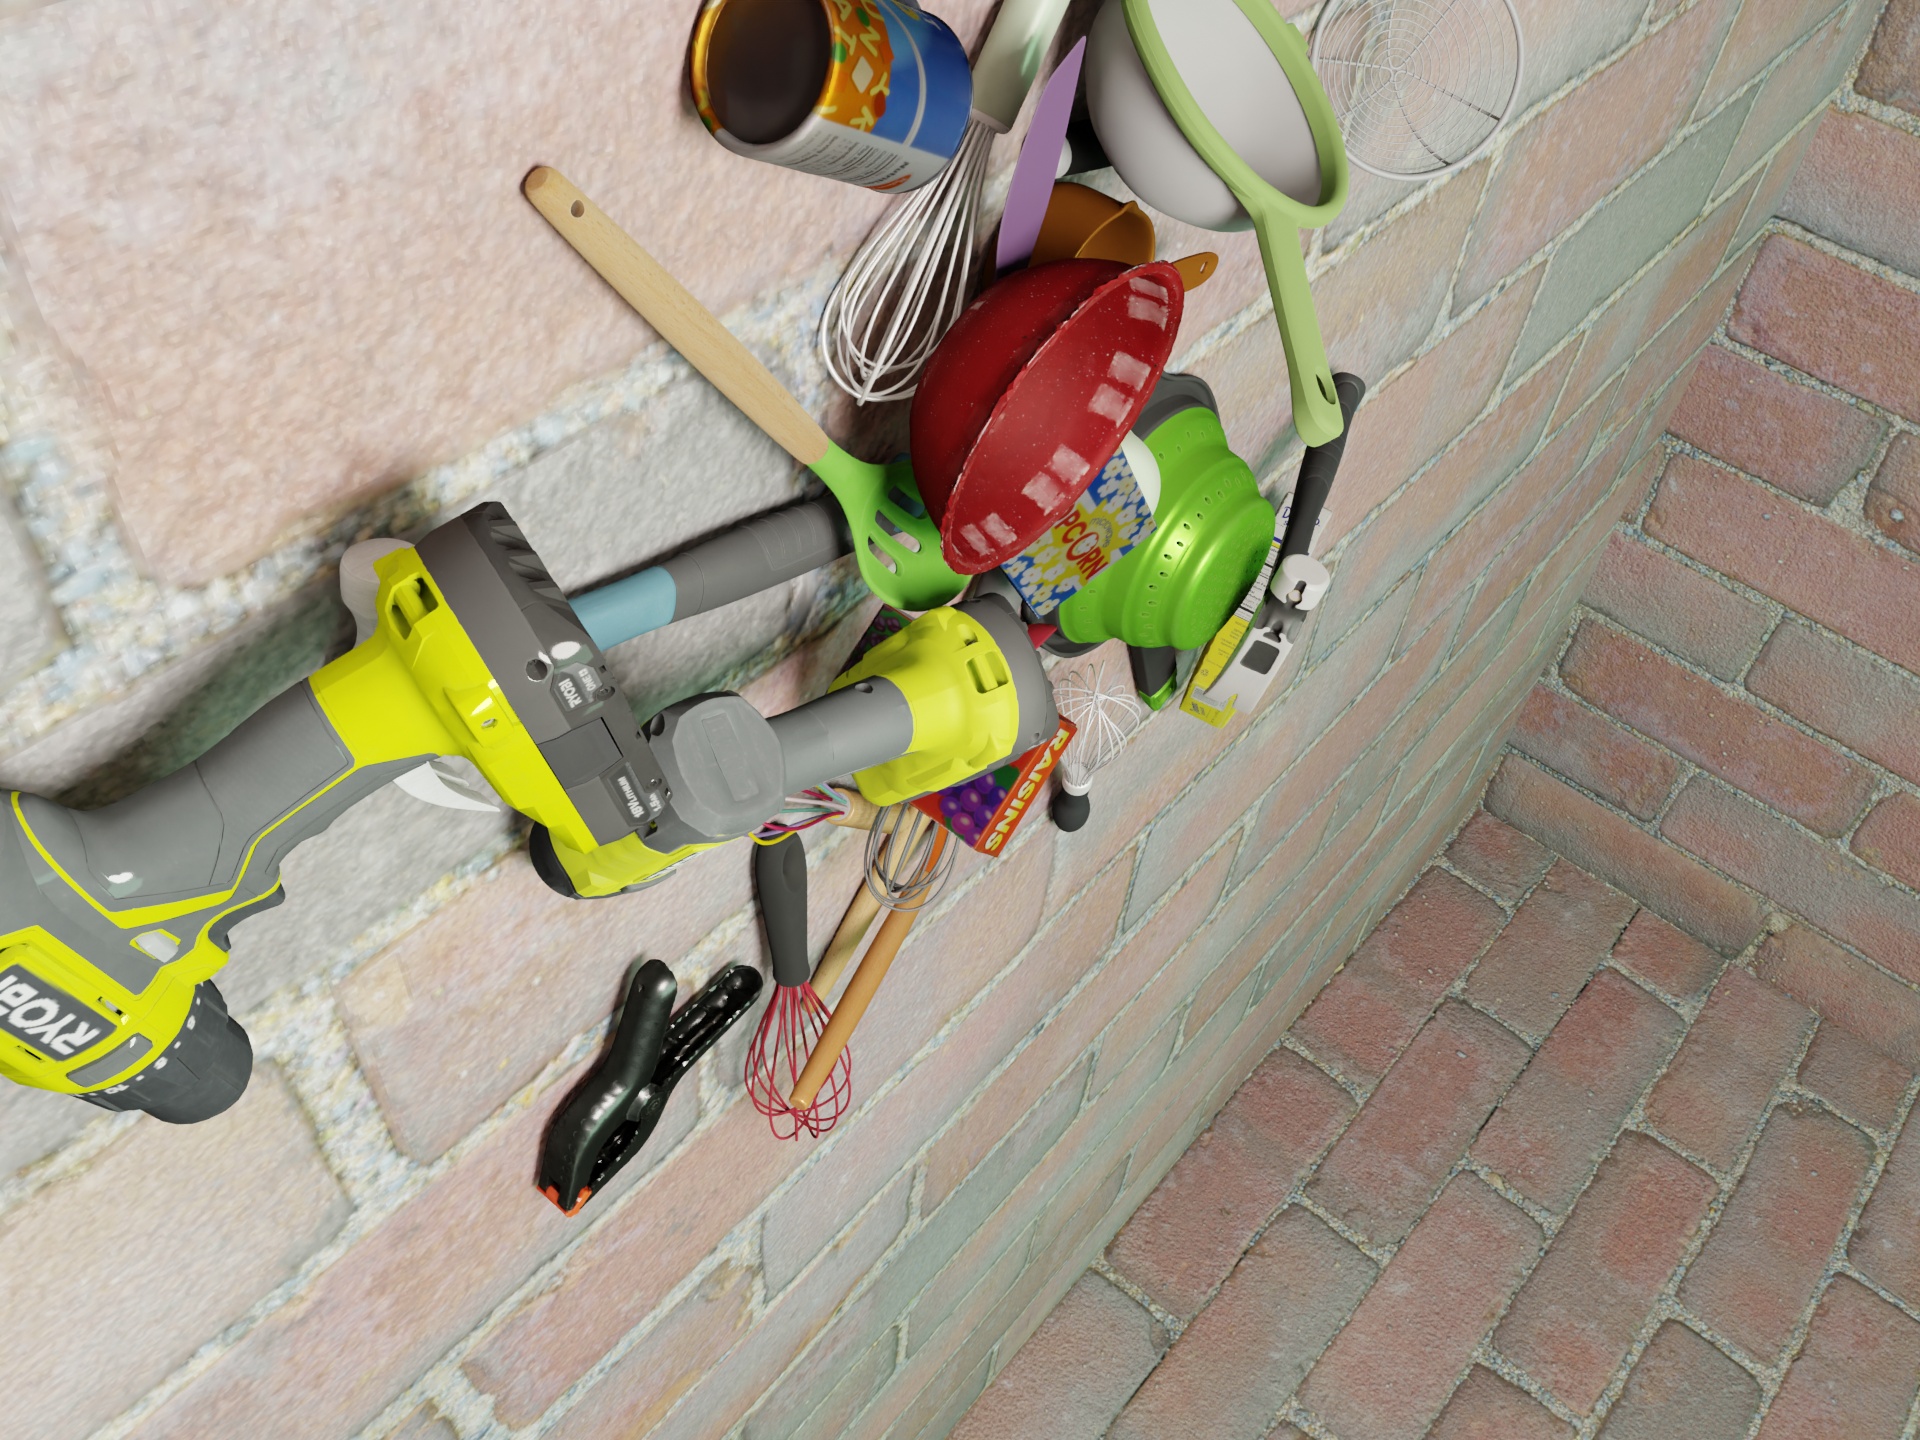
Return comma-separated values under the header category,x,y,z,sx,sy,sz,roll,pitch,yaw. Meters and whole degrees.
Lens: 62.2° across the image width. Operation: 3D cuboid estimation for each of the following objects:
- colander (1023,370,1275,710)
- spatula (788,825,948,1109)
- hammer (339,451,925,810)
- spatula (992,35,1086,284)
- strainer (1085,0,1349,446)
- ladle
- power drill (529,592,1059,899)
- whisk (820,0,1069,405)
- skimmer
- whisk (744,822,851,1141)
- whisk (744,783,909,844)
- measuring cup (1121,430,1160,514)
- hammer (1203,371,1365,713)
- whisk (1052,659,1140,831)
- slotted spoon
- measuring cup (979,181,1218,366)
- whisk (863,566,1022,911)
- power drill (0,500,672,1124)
category,x,y,z,sx,sy,sz,roll,pitch,yaw
colander,0.155,-0.081,1.112,0.204,0.095,0.396,-50,156,-12
spatula,-0.025,0.123,1.047,0.081,0.041,0.323,96,19,-49
hammer,-0.119,-0.059,0.687,0.331,0.033,0.128,-30,146,-45
spatula,0.014,-0.173,0.746,0.060,0.018,0.315,-59,173,-31
strainer,0.112,-0.225,0.701,0.151,0.256,0.069,10,153,-43
ladle,-0.028,0.066,1.038,0.315,0.031,0.069,-60,175,16
power drill,-0.079,0.018,0.722,0.223,0.080,0.171,-20,175,-41
whisk,0.007,-0.248,0.676,0.059,0.057,0.246,-105,-140,-74
skimmer,0.176,-0.328,0.832,0.363,0.090,0.127,-30,113,-41
whisk,-0.105,0.171,0.996,0.073,0.073,0.295,-38,145,-35
whisk,-0.079,0.051,0.903,0.051,0.047,0.244,-40,163,9
measuring cup,0.095,-0.171,0.900,0.083,0.038,0.167,9,117,-28
hammer,0.244,-0.146,1.135,0.146,0.035,0.335,111,4,-47
whisk,0.088,0.031,1.163,0.070,0.070,0.284,-49,166,-16
slotted spoon,-0.072,-0.126,0.651,0.070,0.031,0.313,-64,149,-8
measuring cup,0.073,-0.232,0.811,0.173,0.052,0.095,-30,146,-49
whisk,0.000,-0.003,0.933,0.055,0.055,0.239,26,84,-67
power drill,-0.219,0.044,0.530,0.228,0.080,0.190,-32,150,-13
